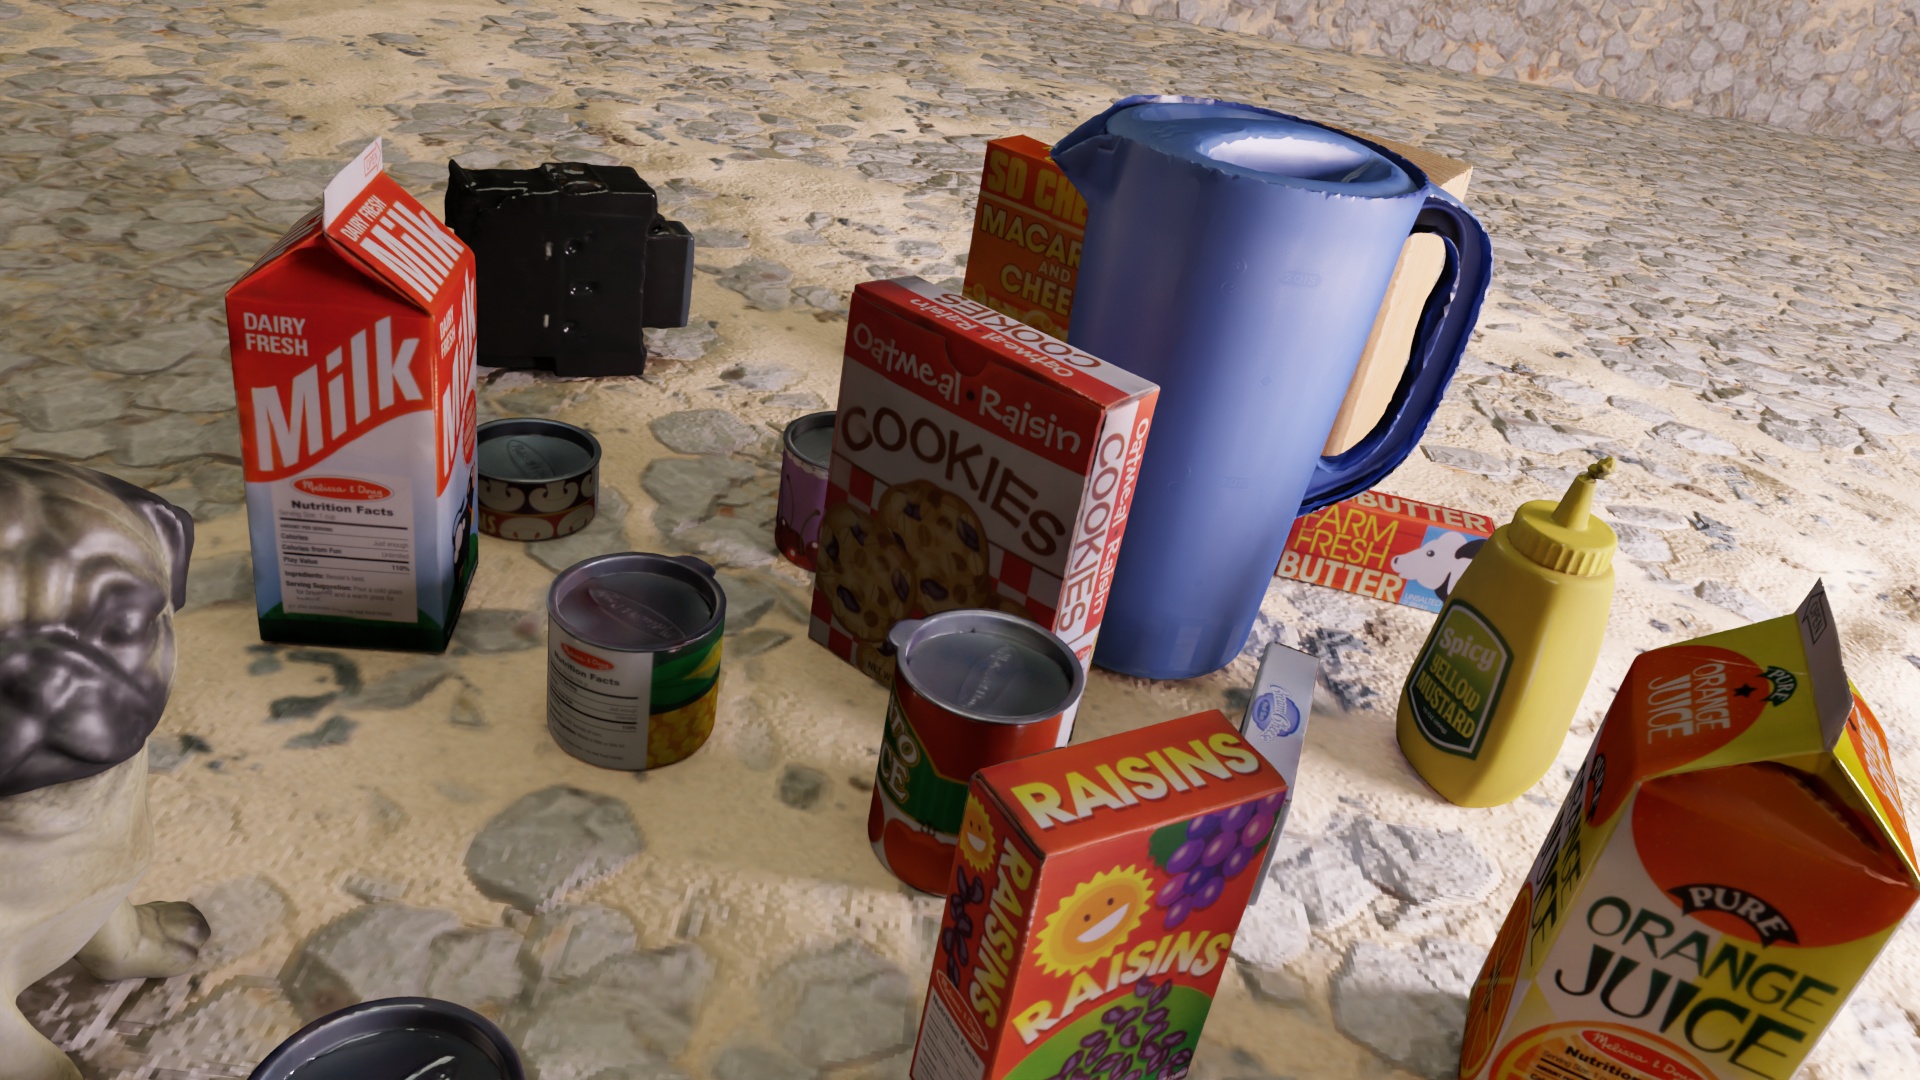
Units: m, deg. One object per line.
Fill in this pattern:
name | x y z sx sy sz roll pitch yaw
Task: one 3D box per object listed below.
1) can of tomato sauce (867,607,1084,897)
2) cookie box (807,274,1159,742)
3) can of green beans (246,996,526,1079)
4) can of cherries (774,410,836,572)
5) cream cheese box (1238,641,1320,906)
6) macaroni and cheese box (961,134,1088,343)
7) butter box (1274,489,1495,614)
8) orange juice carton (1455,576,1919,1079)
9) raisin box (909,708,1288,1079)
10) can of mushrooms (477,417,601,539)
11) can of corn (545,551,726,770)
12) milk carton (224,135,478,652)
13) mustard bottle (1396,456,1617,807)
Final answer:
can of tomato sauce | 0.002 0.076 0.501 0.071 0.082 0.071 8 30 -5
cookie box | 0.002 -0.007 0.559 0.123 0.166 0.040 29 35 29
can of green beans | -0.141 0.158 0.342 0.071 0.057 0.071 8 30 -5
can of cherries | -0.054 -0.022 0.674 0.071 0.058 0.072 8 30 -5
cream cheese box | 0.119 0.089 0.546 0.024 0.053 0.104 17 31 12
macaroni and cheese box | 0.059 -0.130 0.786 0.124 0.165 0.040 29 35 29
butter box | 0.219 0.003 0.724 0.103 0.052 0.024 14 30 5
orange juice carton | 0.214 0.106 0.410 0.073 0.191 0.072 20 31 17
raisin box | 0.038 0.115 0.407 0.086 0.122 0.040 -8 35 -29
can of mushrooms | -0.208 -0.030 0.664 0.071 0.033 0.071 8 30 -5
can of corn | -0.125 0.045 0.539 0.071 0.058 0.071 8 30 -5
milk carton | -0.233 -0.055 0.543 0.073 0.189 0.073 5 30 -9
mustard bottle | 0.229 0.034 0.568 0.049 0.159 0.065 -4 33 -23
